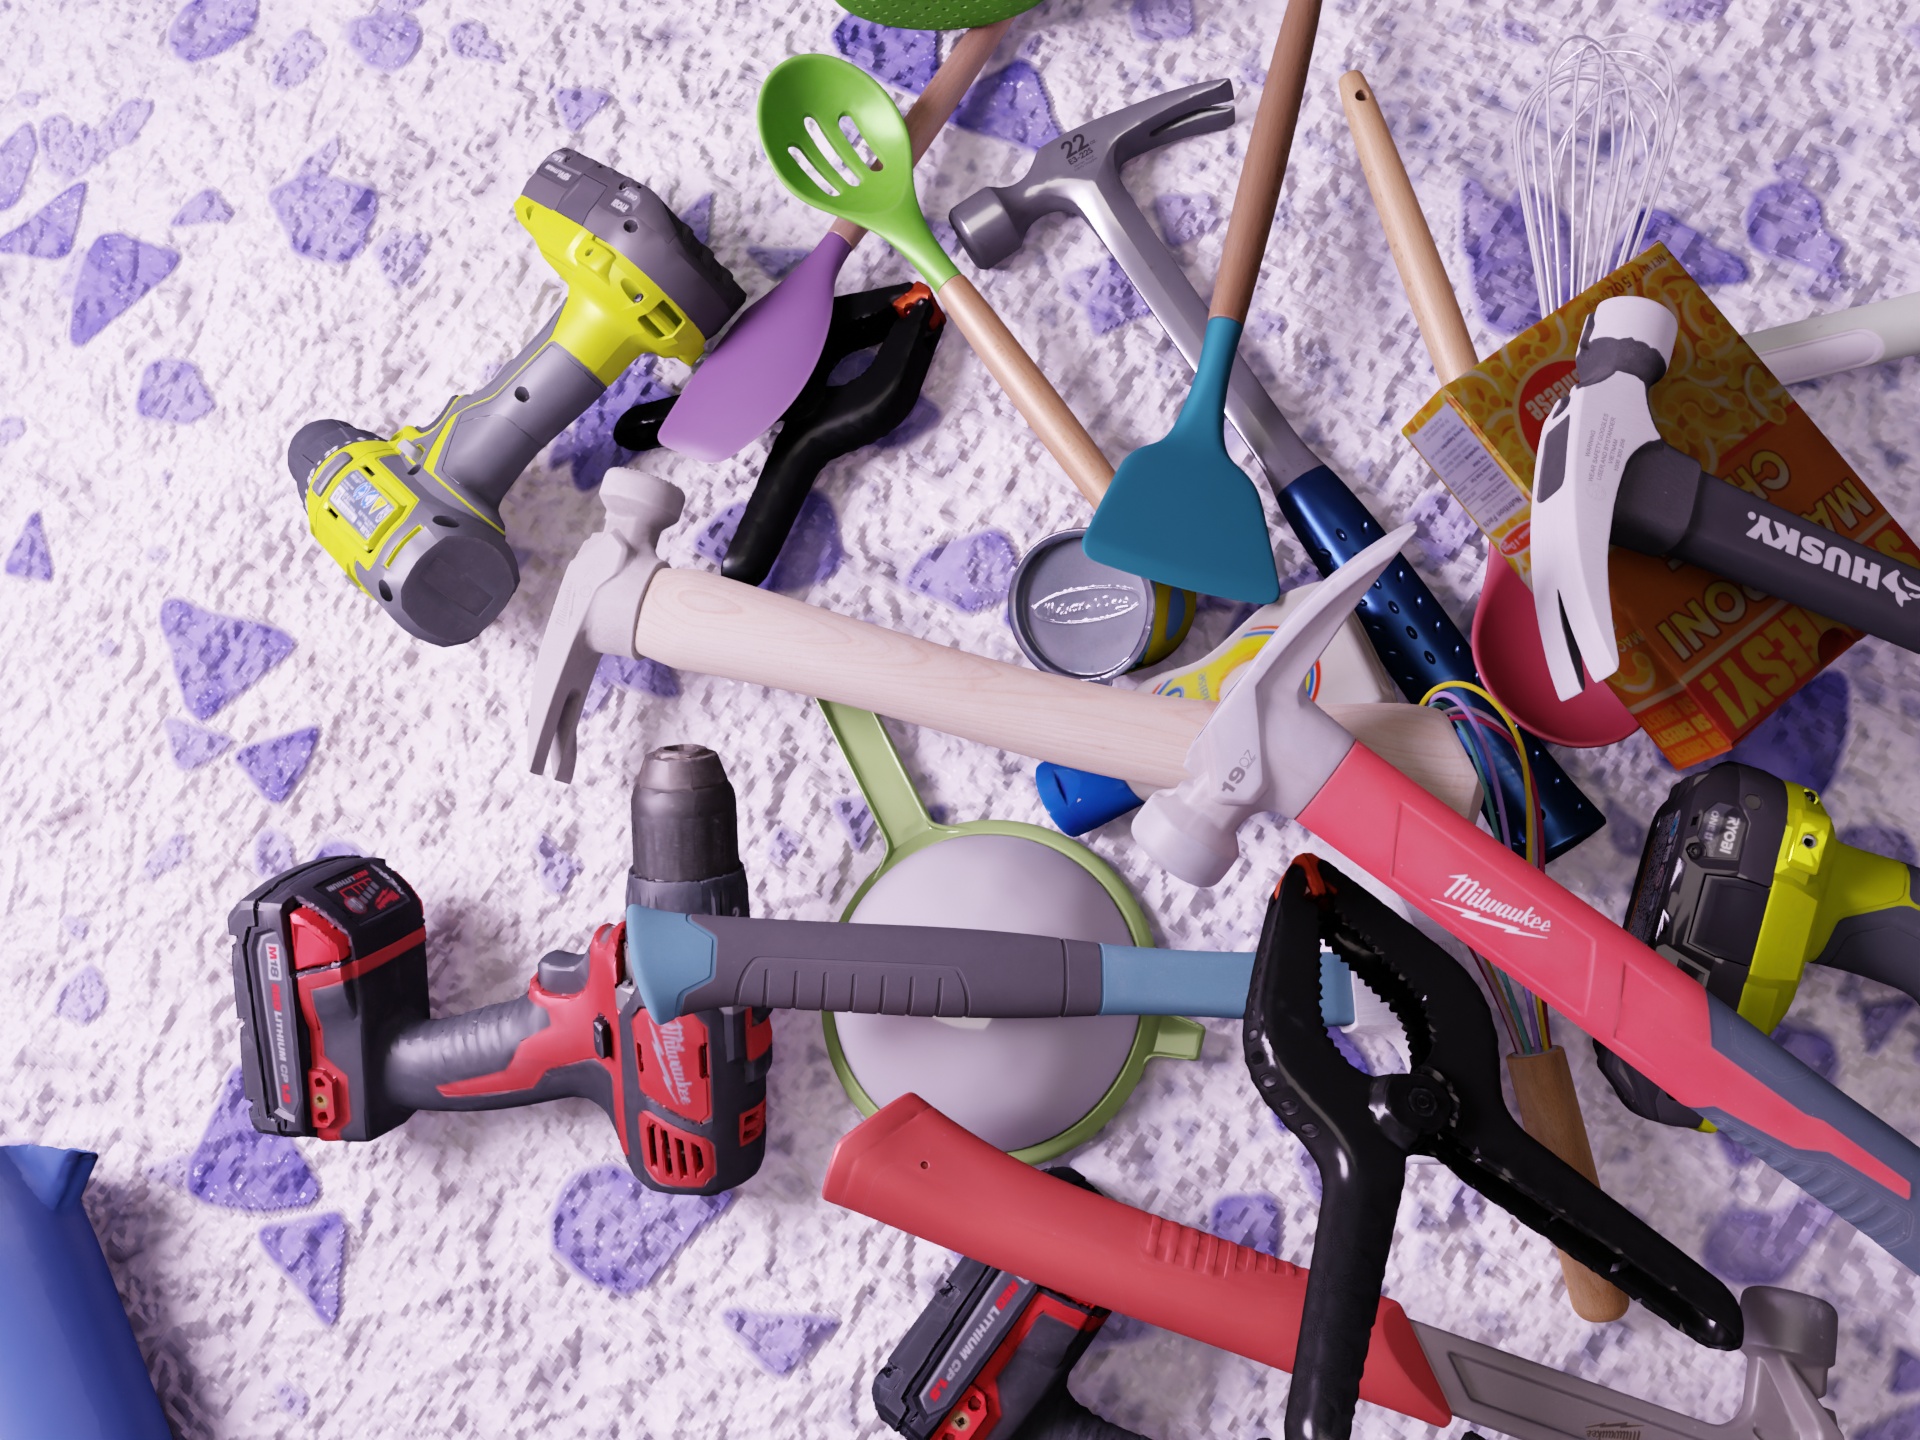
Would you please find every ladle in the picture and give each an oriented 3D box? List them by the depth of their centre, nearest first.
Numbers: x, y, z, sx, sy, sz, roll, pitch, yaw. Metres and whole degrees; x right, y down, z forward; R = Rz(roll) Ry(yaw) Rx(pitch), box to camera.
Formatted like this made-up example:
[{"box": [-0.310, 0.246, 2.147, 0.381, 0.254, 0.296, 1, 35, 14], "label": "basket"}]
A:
[{"box": [0.208, -0.135, 0.655, 0.069, 0.031, 0.316, -14, 75, -1], "label": "ladle"}]

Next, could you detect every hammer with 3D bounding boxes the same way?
[{"box": [0.252, 0.096, 0.523, 0.386, 0.038, 0.143, 36, 108, 6], "label": "hammer"}, {"box": [0.122, 0.220, 0.553, 0.359, 0.036, 0.149, 18, 67, 4], "label": "hammer"}, {"box": [0.359, -0.025, 0.563, 0.334, 0.035, 0.146, 22, 71, -3], "label": "hammer"}, {"box": [0.039, 0.100, 0.610, 0.331, 0.033, 0.128, 4, 71, -9], "label": "hammer"}, {"box": [-0.001, -0.002, 0.650, 0.411, 0.038, 0.146, 14, 84, 25], "label": "hammer"}, {"box": [0.150, -0.117, 0.701, 0.144, 0.035, 0.406, -32, 70, 5], "label": "hammer"}]

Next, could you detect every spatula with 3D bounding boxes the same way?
[{"box": [0.124, -0.198, 0.686, 0.082, 0.044, 0.318, 15, 77, 0], "label": "spatula"}, {"box": [-0.044, -0.252, 0.775, 0.060, 0.018, 0.316, 24, 74, 28], "label": "spatula"}]

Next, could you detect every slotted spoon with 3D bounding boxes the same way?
[{"box": [0.009, -0.180, 0.733, 0.070, 0.031, 0.314, -34, 81, -15], "label": "slotted spoon"}]

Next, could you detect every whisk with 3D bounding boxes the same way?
[{"box": [0.214, 0.104, 0.602, 0.047, 0.051, 0.245, -16, 84, 26], "label": "whisk"}, {"box": [0.404, -0.164, 0.645, 0.246, 0.057, 0.059, -12, 38, 15], "label": "whisk"}, {"box": [0.261, -0.158, 0.677, 0.070, 0.070, 0.285, 5, 82, 16], "label": "whisk"}]

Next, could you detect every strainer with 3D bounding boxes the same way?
[{"box": [-0.018, 0.066, 0.677, 0.151, 0.069, 0.256, -29, 72, 5], "label": "strainer"}]

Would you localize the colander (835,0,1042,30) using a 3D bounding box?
[{"box": [-0.079, -0.385, 0.783, 0.397, 0.204, 0.094, 0, 94, 33], "label": "colander"}]

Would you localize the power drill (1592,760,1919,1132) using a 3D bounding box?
[{"box": [0.355, 0.114, 0.566, 0.223, 0.080, 0.171, 16, 85, 15], "label": "power drill"}]

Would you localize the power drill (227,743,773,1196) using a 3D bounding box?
[{"box": [-0.190, 0.101, 0.682, 0.227, 0.080, 0.188, 2, 100, 13], "label": "power drill"}]

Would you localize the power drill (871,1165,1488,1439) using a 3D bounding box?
[{"box": [0.089, 0.274, 0.594, 0.220, 0.078, 0.143, 36, 87, 17], "label": "power drill"}]

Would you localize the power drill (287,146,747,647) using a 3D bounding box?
[{"box": [-0.230, -0.163, 0.778, 0.228, 0.080, 0.191, -50, 48, -3], "label": "power drill"}]
